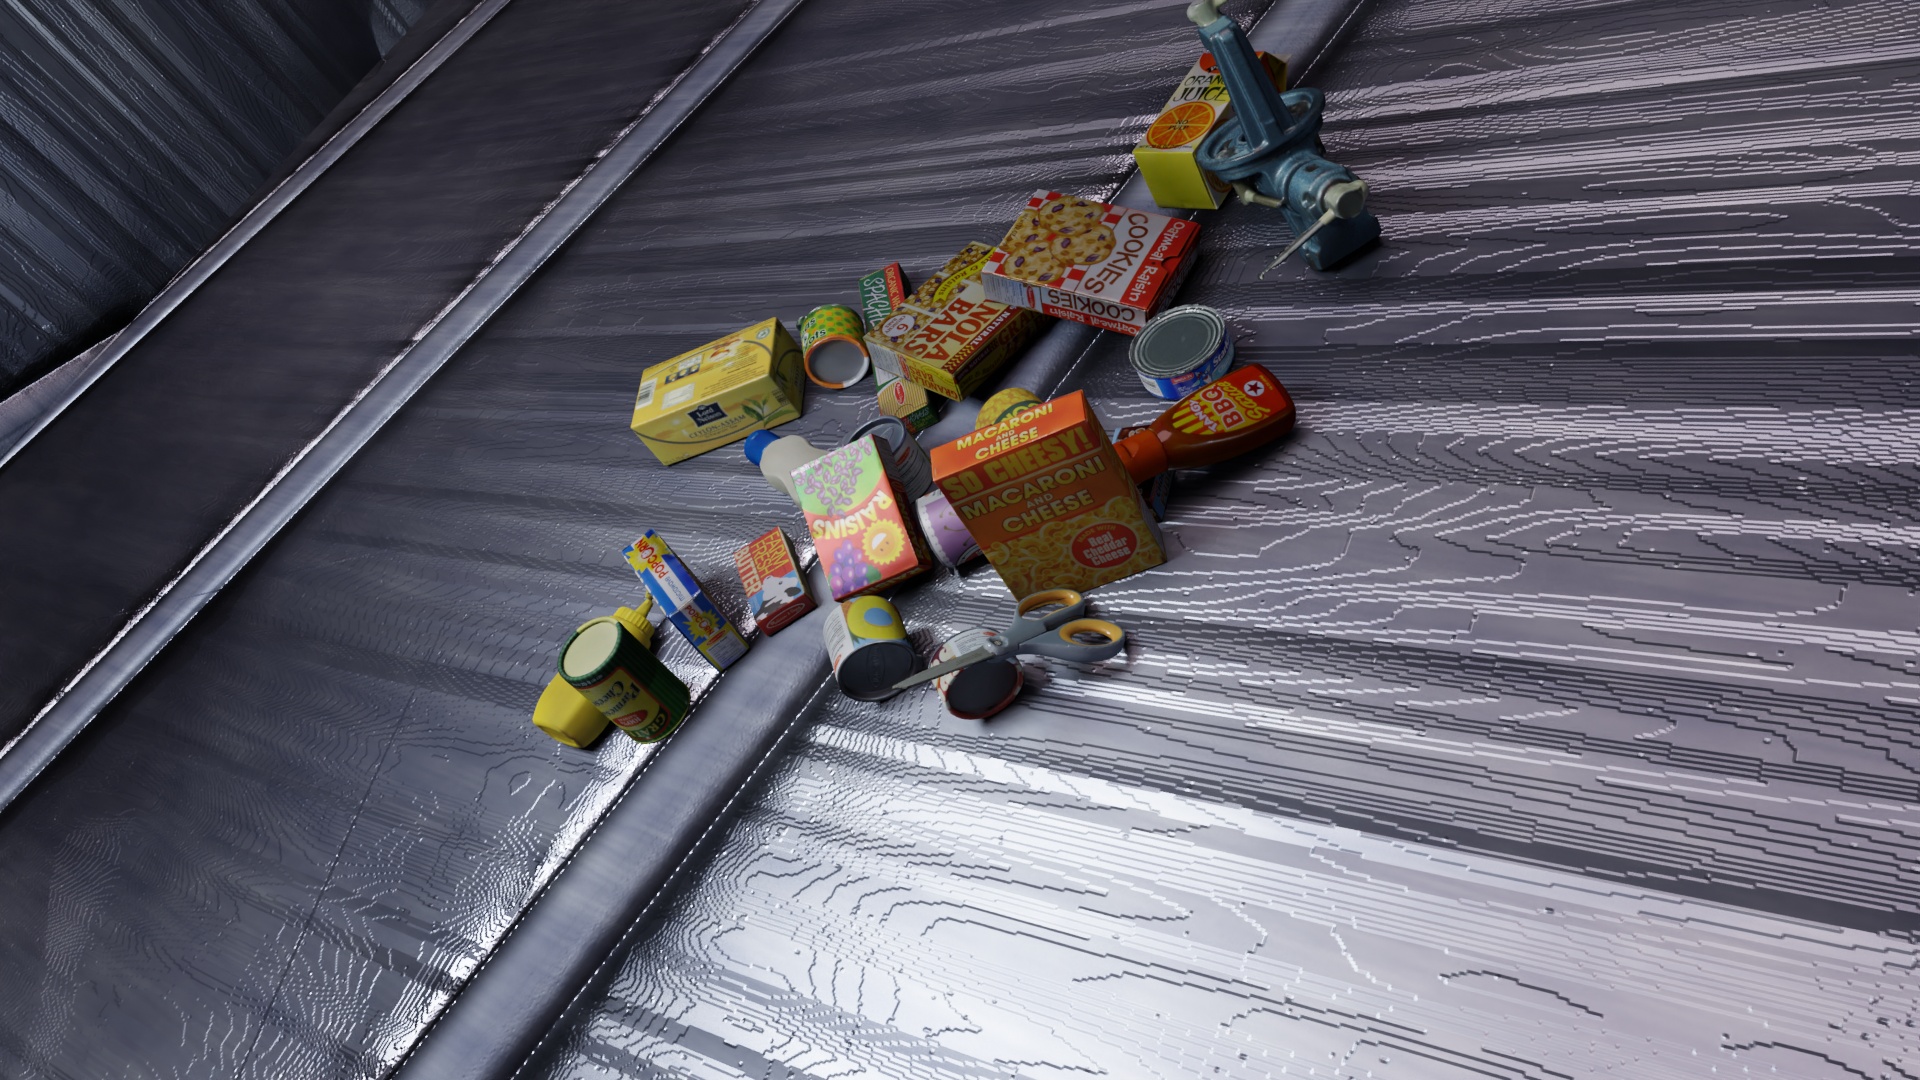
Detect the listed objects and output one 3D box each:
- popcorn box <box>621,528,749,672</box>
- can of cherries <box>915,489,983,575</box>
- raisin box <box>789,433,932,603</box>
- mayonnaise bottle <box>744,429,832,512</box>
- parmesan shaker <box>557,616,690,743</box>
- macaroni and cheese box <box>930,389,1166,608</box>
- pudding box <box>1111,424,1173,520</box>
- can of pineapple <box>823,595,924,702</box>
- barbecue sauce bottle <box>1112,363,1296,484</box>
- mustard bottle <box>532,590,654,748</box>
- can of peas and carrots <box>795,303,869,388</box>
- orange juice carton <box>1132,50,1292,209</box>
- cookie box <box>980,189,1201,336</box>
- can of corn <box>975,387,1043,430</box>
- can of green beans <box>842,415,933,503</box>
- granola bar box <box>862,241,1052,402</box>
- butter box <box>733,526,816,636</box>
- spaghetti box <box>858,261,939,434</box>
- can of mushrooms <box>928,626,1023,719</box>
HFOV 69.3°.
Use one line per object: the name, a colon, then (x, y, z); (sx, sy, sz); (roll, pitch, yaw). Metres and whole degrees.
popcorn box: (-0.247, 0.053, 1.244); (0.038, 0.085, 0.127); (-41, 41, -7)
can of cherries: (0.004, -0.015, 1.162); (0.058, 0.071, 0.072); (-25, 43, 10)
raisin box: (-0.086, -0.018, 1.195); (0.086, 0.040, 0.123); (-24, 76, 14)
mayonnaise bottle: (-0.157, -0.069, 1.332); (0.065, 0.041, 0.148); (-45, 42, -13)
parmesan shaker: (-0.292, 0.121, 1.197); (0.071, 0.102, 0.072); (-18, 45, 19)
macaroni and cheese box: (0.068, -0.027, 1.052); (0.123, 0.166, 0.040); (-21, 43, 16)
pudding box: (0.145, -0.055, 1.131); (0.049, 0.030, 0.084); (-4, 50, 31)
can of pineapple: (-0.071, 0.087, 1.116); (0.071, 0.070, 0.058); (-31, 42, 6)
barbecue sauce bottle: (0.186, -0.086, 1.094); (0.149, 0.043, 0.065); (-25, 56, -11)
mustard bottle: (-0.321, 0.111, 1.266); (0.065, 0.048, 0.161); (9, 57, 40)
can of peas and carrots: (-0.130, -0.197, 1.410); (0.071, 0.070, 0.059); (-25, 43, 11)
orange juice carton: (0.254, -0.415, 1.360); (0.072, 0.072, 0.193); (14, 60, 41)
cookie box: (0.122, -0.258, 1.285); (0.167, 0.040, 0.123); (18, 58, 23)
can of corn: (0.053, -0.092, 1.195); (0.071, 0.071, 0.058); (-38, 41, -3)
can of green beans: (-0.065, -0.071, 1.260); (0.071, 0.057, 0.071); (-18, 45, 19)
granola bar box: (0.007, -0.214, 1.333); (0.124, 0.039, 0.166); (27, 61, 37)
butter box: (-0.169, 0.036, 1.255); (0.053, 0.024, 0.104); (-32, 42, 3)
spaghetti box: (-0.064, -0.195, 1.396); (0.050, 0.028, 0.251); (-24, 43, 12)
can of mushrooms: (0.012, 0.103, 1.048); (0.071, 0.070, 0.033); (-34, 43, 1)
